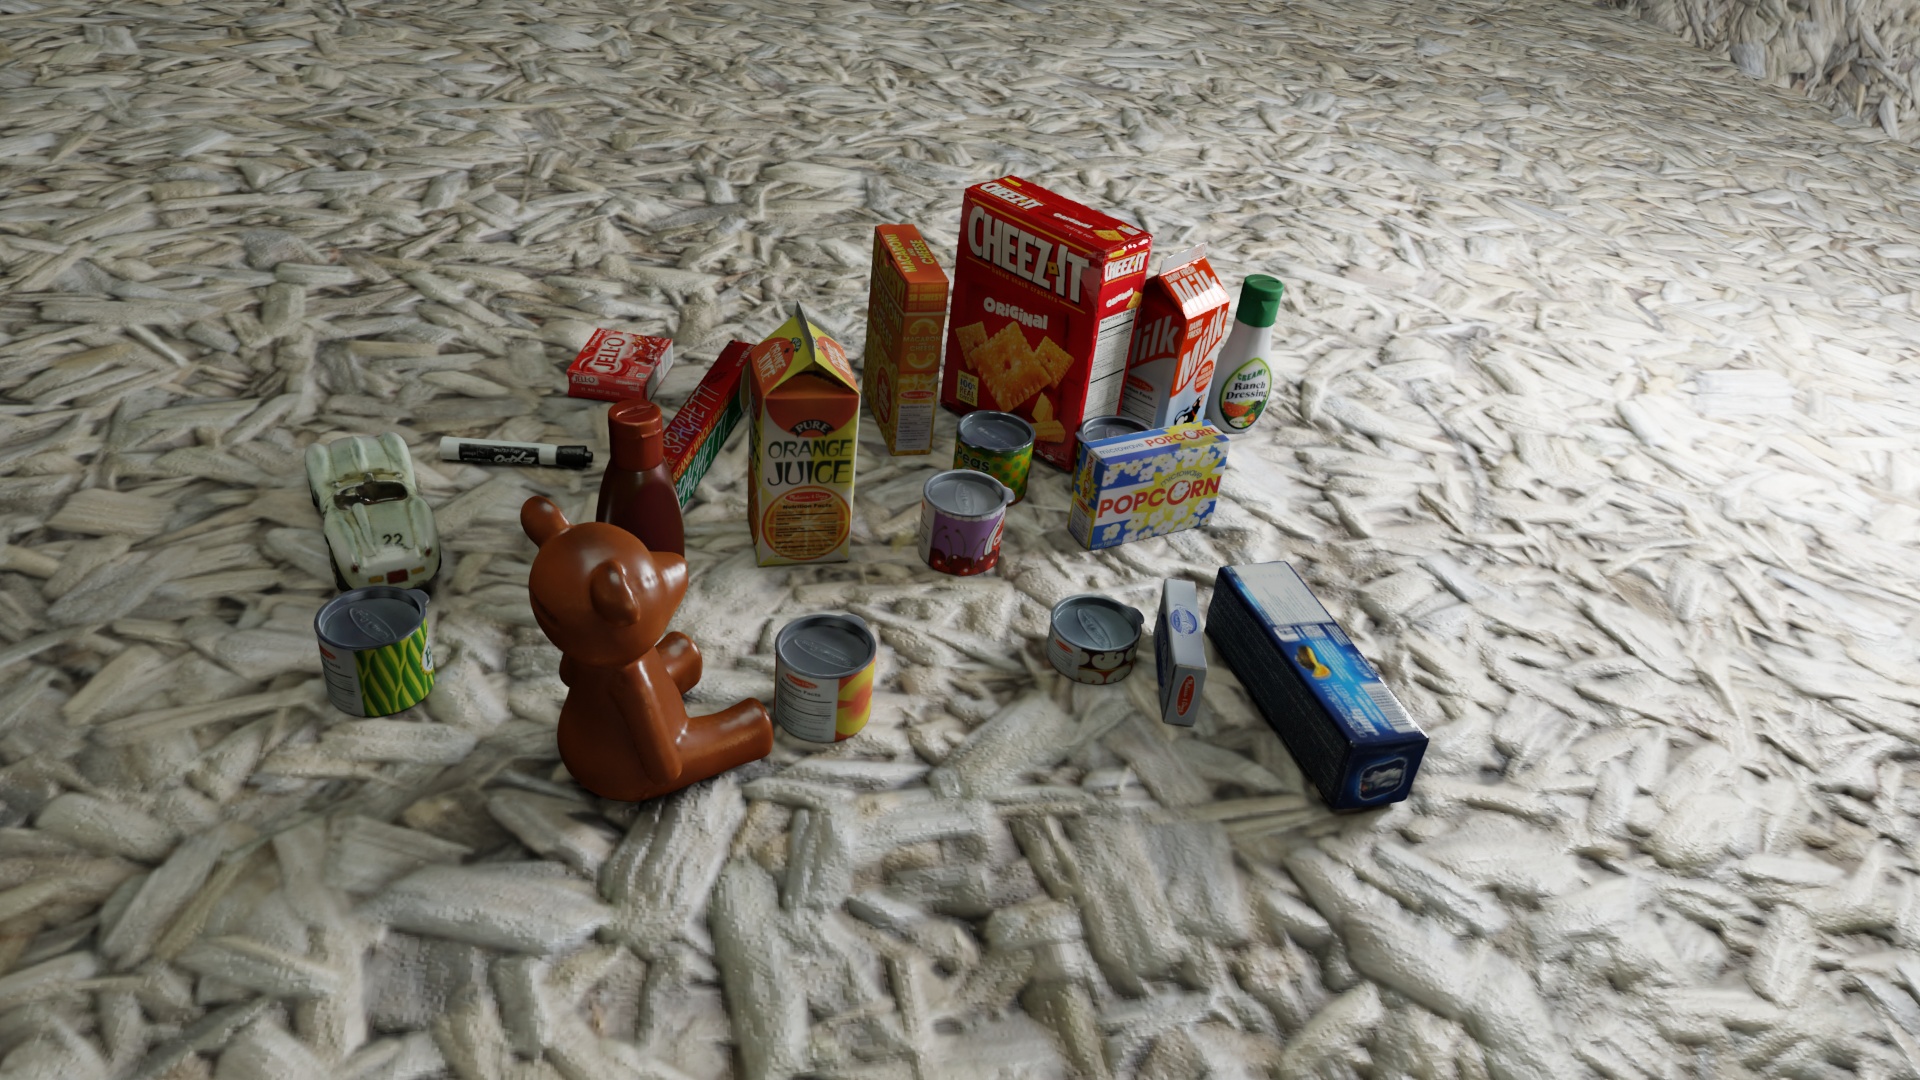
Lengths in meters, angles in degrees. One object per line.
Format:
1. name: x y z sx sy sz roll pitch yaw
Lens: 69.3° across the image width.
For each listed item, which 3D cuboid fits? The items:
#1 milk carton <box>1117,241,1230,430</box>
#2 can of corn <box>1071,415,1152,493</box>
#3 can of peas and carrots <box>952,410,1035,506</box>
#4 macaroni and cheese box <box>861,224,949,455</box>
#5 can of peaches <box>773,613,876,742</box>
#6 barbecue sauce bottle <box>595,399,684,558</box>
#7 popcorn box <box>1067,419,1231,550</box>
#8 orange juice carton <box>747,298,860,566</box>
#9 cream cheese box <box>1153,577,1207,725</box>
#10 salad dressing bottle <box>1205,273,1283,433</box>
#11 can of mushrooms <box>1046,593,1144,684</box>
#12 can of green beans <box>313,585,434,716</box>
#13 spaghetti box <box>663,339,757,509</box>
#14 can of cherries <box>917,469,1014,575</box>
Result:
1. milk carton: 0.180 -0.168 1.229 0.073 0.189 0.073 30 40 30
2. can of corn: 0.128 -0.066 1.187 0.071 0.058 0.071 5 34 -3
3. can of peas and carrots: 0.025 -0.068 1.172 0.071 0.058 0.071 5 34 -3
4. macaroni and cheese box: -0.051 -0.177 1.222 0.040 0.165 0.124 -4 36 -16
5. can of peaches: -0.089 0.090 0.921 0.071 0.057 0.071 5 34 -3
6. barbecue sauce bottle: -0.229 -0.027 0.988 0.065 0.147 0.044 -21 43 -35
7. popcorn box: 0.154 -0.046 1.139 0.127 0.084 0.038 -12 38 -26
8. orange juice carton: -0.120 -0.079 1.044 0.073 0.191 0.072 -3 35 -15
9. cream cheese box: 0.155 0.078 0.986 0.024 0.053 0.104 7 34 -1
10. salad dressing bottle: 0.265 -0.173 1.289 0.064 0.146 0.044 -5 36 -17
11. can of mushrooms: 0.098 0.071 1.004 0.071 0.033 0.071 5 34 -3
12. can of green beans: -0.377 0.071 0.897 0.071 0.057 0.071 5 34 -3
13. spaghetti box: -0.220 -0.093 1.173 0.029 0.049 0.251 10 34 5
14. can of cherries: 0.004 -0.014 1.089 0.071 0.058 0.072 5 34 -3
